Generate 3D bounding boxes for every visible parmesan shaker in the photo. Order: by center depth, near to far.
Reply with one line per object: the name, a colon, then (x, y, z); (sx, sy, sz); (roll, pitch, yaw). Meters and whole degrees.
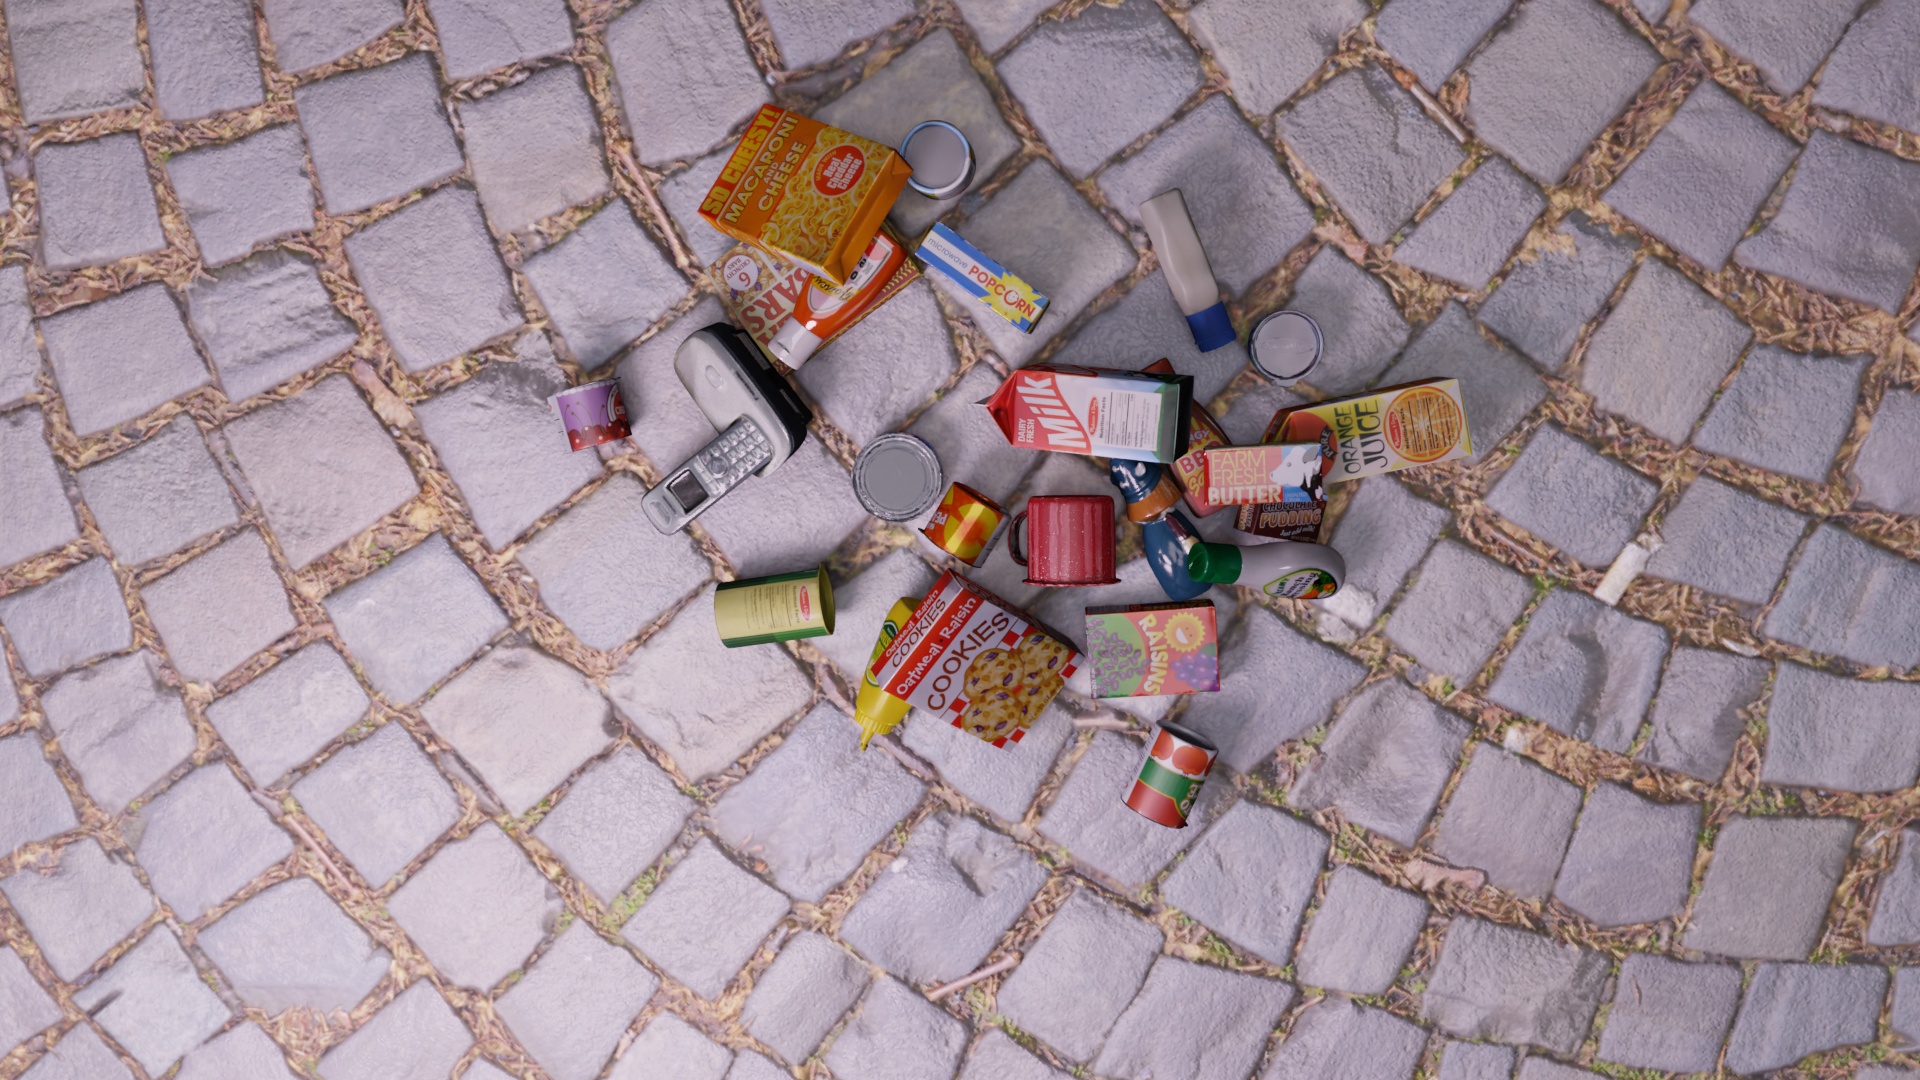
parmesan shaker: (-0.178, 0.062, 1.335); (0.103, 0.071, 0.071); (-8, 97, 6)

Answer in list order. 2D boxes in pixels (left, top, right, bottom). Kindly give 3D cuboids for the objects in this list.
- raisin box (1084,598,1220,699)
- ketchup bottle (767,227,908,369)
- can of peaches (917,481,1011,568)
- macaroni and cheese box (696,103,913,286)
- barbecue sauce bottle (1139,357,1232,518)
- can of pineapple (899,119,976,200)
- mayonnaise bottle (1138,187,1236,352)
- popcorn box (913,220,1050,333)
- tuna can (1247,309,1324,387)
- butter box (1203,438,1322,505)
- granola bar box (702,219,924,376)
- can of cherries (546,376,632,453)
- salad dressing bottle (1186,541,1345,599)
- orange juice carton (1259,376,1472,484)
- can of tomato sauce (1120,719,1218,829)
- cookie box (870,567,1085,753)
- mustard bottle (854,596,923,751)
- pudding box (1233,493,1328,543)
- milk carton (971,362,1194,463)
raisin box: (0.183, 0.104, 1.326); (0.123, 0.040, 0.086); (-4, 96, 6)
ketchup bottle: (-0.116, -0.223, 1.262); (0.065, 0.043, 0.148); (42, 100, 9)
can of peaches: (0.005, -0.016, 1.309); (0.071, 0.071, 0.058); (32, 99, -1)
macaroni and cheese box: (-0.141, -0.312, 1.245); (0.167, 0.040, 0.124); (28, 85, 32)
barbecue sauce bottle: (0.212, -0.098, 1.294); (0.065, 0.044, 0.148); (-29, 94, 4)
can of pineapple: (-0.022, -0.349, 1.271); (0.071, 0.058, 0.071); (1, 98, 5)
mayonnaise bottle: (0.208, -0.246, 1.268); (0.041, 0.065, 0.148); (-24, 99, 4)
popcorn box: (0.021, -0.239, 1.269); (0.127, 0.085, 0.038); (36, 98, -1)
tuna can: (0.300, -0.177, 1.282); (0.071, 0.033, 0.071); (1, 98, 4)
butter box: (0.267, -0.060, 1.232); (0.103, 0.024, 0.053); (-3, 101, 7)
granola bar box: (-0.138, -0.252, 1.302); (0.165, 0.039, 0.124); (-36, 94, 8)
can of cherries: (-0.350, -0.119, 1.322); (0.071, 0.071, 0.058); (-16, 97, 6)
salad dressing bottle: (0.281, 0.025, 1.277); (0.148, 0.064, 0.044); (5, 56, -20)
orange juice carton: (0.356, -0.095, 1.270); (0.193, 0.072, 0.073); (-12, 97, 6)
can of tomato sauce: (0.202, 0.223, 1.326); (0.071, 0.071, 0.083); (23, 98, 1)
cookie box: (0.017, 0.114, 1.299); (0.167, 0.040, 0.122); (31, 101, -33)
mustard bottle: (-0.066, 0.135, 1.335); (0.049, 0.065, 0.160); (17, 103, -30)
pudding box: (0.297, -0.027, 1.285); (0.084, 0.030, 0.049); (8, 100, -32)
milk carton: (0.110, -0.120, 1.262); (0.190, 0.072, 0.073); (7, 104, 18)
